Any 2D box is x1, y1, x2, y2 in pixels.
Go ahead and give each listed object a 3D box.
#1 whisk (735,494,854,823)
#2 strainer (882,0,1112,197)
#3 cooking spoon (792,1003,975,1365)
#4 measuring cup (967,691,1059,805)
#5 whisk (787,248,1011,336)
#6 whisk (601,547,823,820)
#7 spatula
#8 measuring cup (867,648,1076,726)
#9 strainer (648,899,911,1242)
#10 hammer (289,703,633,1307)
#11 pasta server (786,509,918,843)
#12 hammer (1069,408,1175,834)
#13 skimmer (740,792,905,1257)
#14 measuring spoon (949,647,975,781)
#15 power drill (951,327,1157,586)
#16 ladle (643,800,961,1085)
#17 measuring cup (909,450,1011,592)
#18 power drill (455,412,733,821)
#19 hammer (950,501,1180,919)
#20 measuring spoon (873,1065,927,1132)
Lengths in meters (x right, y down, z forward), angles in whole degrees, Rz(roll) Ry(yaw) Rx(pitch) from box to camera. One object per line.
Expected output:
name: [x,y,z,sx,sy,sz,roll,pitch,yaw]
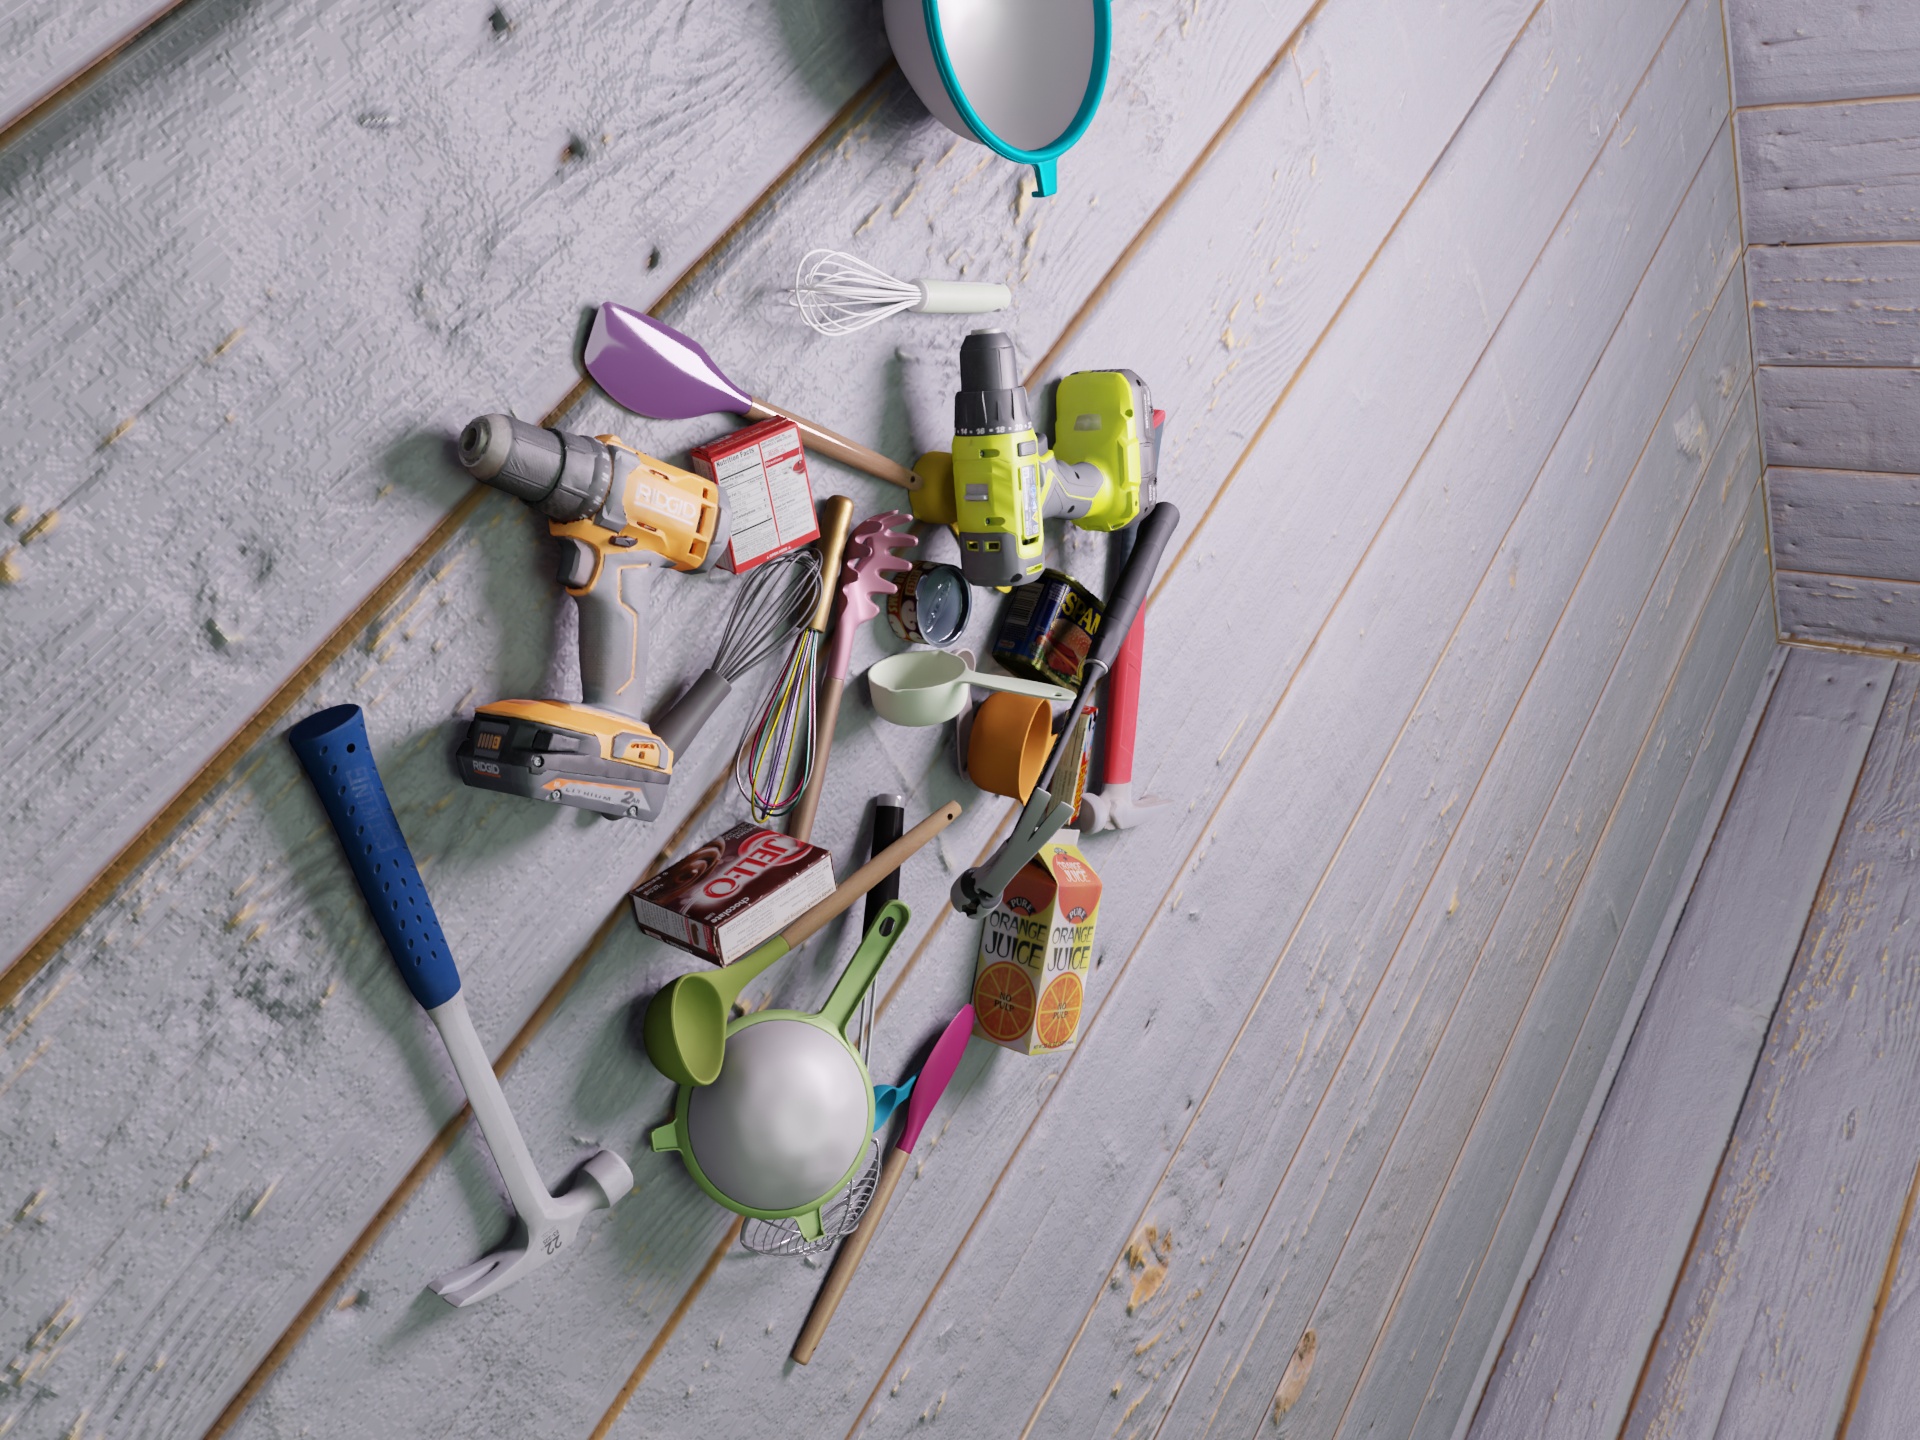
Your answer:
whisk: [-0.114,-0.045,1.144,0.047,0.051,0.245,20,81,-45]
strainer: [-0.025,-0.525,1.088,0.340,0.095,0.211,30,73,-47]
cooking spoon: [-0.060,0.384,1.329,0.319,0.017,0.068,-62,158,-15]
measuring cup: [0.050,0.018,1.361,0.173,0.052,0.095,-7,108,-75]
whisk: [-0.038,-0.312,1.165,0.246,0.058,0.059,-19,105,-52]
whisk: [-0.168,-0.028,1.082,0.239,0.055,0.055,-54,135,-20]
spatula: [-0.131,-0.207,1.099,0.315,0.018,0.060,15,92,-50]
measuring cup: [0.009,-0.016,1.202,0.083,0.168,0.038,-44,137,-54]
strainer: [-0.098,0.241,1.156,0.151,0.069,0.256,35,72,-13]
hammer: [-0.314,0.179,0.962,0.144,0.035,0.405,-37,126,-39]
pasta server: [-0.093,-0.003,1.182,0.060,0.040,0.316,13,91,-62]
hammer: [0.165,-0.092,1.472,0.143,0.038,0.386,-8,106,-51]
skimmer: [-0.099,0.237,1.244,0.127,0.090,0.363,19,74,-56]
measuring spoon: [-0.002,-0.004,1.314,0.034,0.018,0.124,-32,130,-42]
power drill: [0.070,-0.219,1.268,0.228,0.080,0.190,-24,114,-53]
ladle: [-0.103,0.151,1.169,0.320,0.062,0.078,-37,120,-32]
measuring cup: [0.012,-0.153,1.274,0.156,0.029,0.062,50,61,-41]
power drill: [-0.237,-0.064,0.962,0.185,0.084,0.226,19,81,-50]
hammer: [0.102,-0.033,1.256,0.036,0.149,0.409,31,54,-5]
measuring spoon: [-0.049,0.302,1.335,0.128,0.021,0.042,-27,137,-54]
